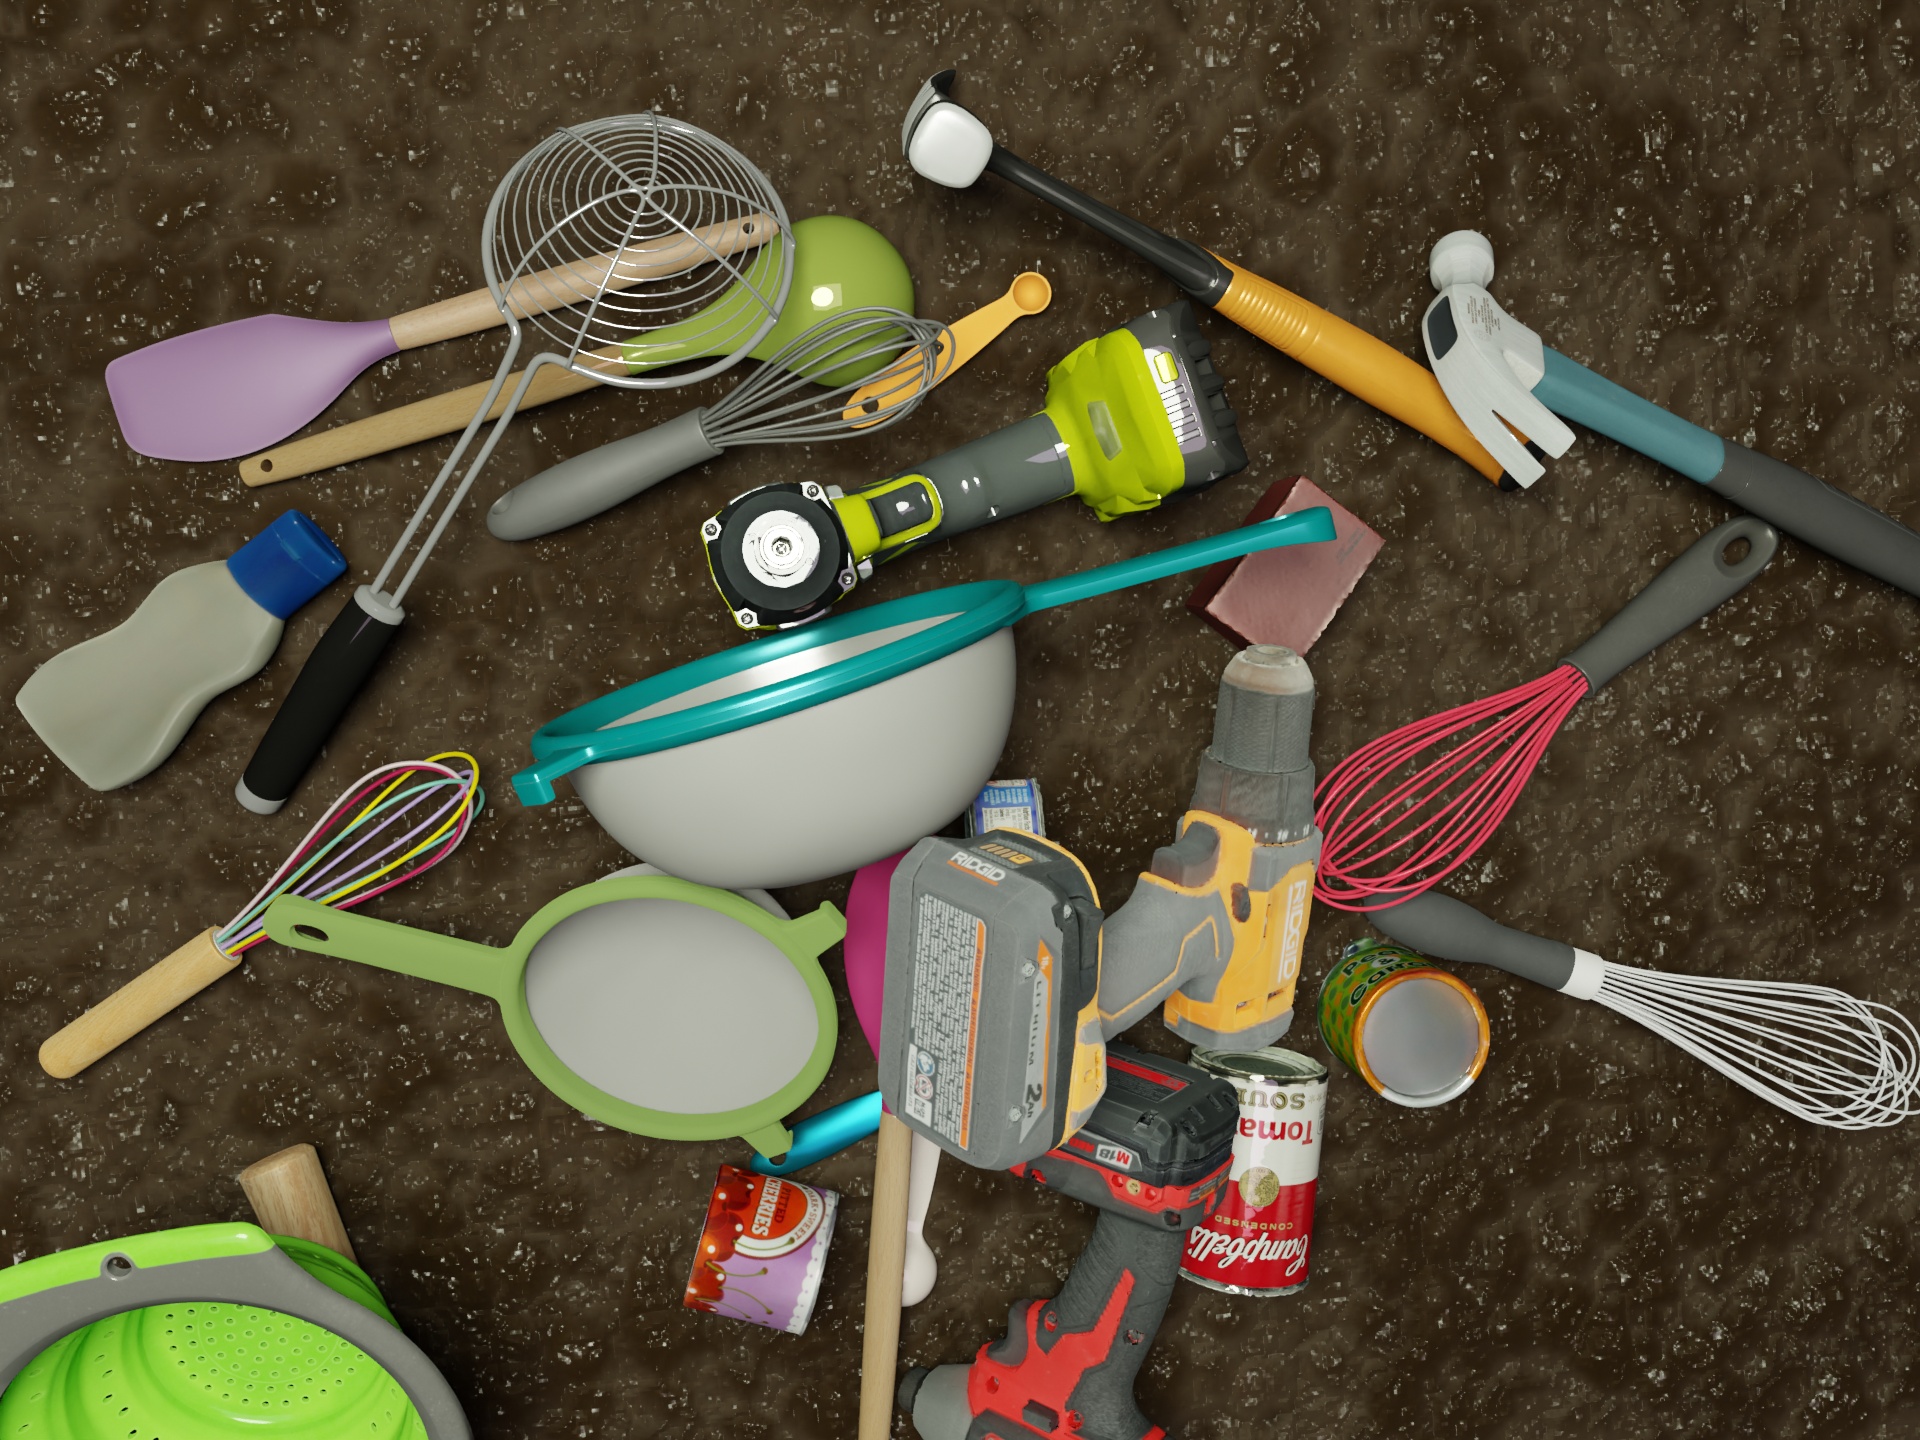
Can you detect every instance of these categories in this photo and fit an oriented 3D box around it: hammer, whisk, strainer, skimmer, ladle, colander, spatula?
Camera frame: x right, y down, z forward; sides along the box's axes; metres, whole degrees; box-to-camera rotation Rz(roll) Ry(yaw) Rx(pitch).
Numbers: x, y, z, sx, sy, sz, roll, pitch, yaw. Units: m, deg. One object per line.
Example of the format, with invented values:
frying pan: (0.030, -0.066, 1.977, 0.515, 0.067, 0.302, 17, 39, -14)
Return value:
hammer: (0.126, -0.196, 0.729, 0.336, 0.127, 0.034, 25, 114, -15)
whisk: (0.332, 0.133, 0.776, 0.284, 0.070, 0.070, 19, 92, 0)
strainer: (-0.001, -0.002, 0.663, 0.340, 0.211, 0.095, -16, 99, 1)
skimmer: (-0.211, -0.102, 0.705, 0.127, 0.090, 0.363, 40, 110, 3)
ladle: (-0.176, -0.158, 0.735, 0.320, 0.062, 0.078, -16, 96, 4)
whisk: (0.280, -0.009, 0.762, 0.296, 0.073, 0.073, -36, 95, -7)
colander: (-0.294, 0.365, 0.704, 0.204, 0.095, 0.396, -10, 111, -4)
hammer: (-0.265, 0.359, 0.756, 0.130, 0.031, 0.331, -21, 94, -3)
strainer: (-0.178, 0.104, 0.724, 0.256, 0.069, 0.151, 14, 121, -2)
hammer: (0.365, -0.119, 0.752, 0.331, 0.033, 0.128, 23, 50, -11)
spatula: (-0.235, -0.183, 0.734, 0.316, 0.018, 0.060, -17, 95, -2)
whisk: (-0.322, 0.090, 0.737, 0.245, 0.051, 0.047, -34, 74, 3)
whisk: (-0.111, -0.125, 0.705, 0.239, 0.055, 0.055, -19, 95, 18)

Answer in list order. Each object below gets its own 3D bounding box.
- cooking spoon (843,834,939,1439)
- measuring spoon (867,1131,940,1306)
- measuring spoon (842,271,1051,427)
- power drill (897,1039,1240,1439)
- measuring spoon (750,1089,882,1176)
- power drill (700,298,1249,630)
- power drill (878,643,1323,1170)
cooking spoon: (-0.031, 0.206, 0.745, 0.069, 0.017, 0.319, 10, 100, 32)
measuring spoon: (-0.022, 0.225, 0.771, 0.034, 0.018, 0.124, 8, 92, -4)
measuring spoon: (-0.007, -0.175, 0.756, 0.117, 0.011, 0.021, -35, 95, 2)
power drill: (0.045, 0.261, 0.731, 0.143, 0.078, 0.219, 13, 99, 31)
measuring spoon: (-0.044, 0.189, 0.761, 0.128, 0.021, 0.042, -26, 81, 2)
power drill: (0.000, -0.099, 0.681, 0.223, 0.171, 0.080, -22, 95, -6)
power drill: (0.075, 0.070, 0.666, 0.226, 0.084, 0.185, -12, 114, -44)
